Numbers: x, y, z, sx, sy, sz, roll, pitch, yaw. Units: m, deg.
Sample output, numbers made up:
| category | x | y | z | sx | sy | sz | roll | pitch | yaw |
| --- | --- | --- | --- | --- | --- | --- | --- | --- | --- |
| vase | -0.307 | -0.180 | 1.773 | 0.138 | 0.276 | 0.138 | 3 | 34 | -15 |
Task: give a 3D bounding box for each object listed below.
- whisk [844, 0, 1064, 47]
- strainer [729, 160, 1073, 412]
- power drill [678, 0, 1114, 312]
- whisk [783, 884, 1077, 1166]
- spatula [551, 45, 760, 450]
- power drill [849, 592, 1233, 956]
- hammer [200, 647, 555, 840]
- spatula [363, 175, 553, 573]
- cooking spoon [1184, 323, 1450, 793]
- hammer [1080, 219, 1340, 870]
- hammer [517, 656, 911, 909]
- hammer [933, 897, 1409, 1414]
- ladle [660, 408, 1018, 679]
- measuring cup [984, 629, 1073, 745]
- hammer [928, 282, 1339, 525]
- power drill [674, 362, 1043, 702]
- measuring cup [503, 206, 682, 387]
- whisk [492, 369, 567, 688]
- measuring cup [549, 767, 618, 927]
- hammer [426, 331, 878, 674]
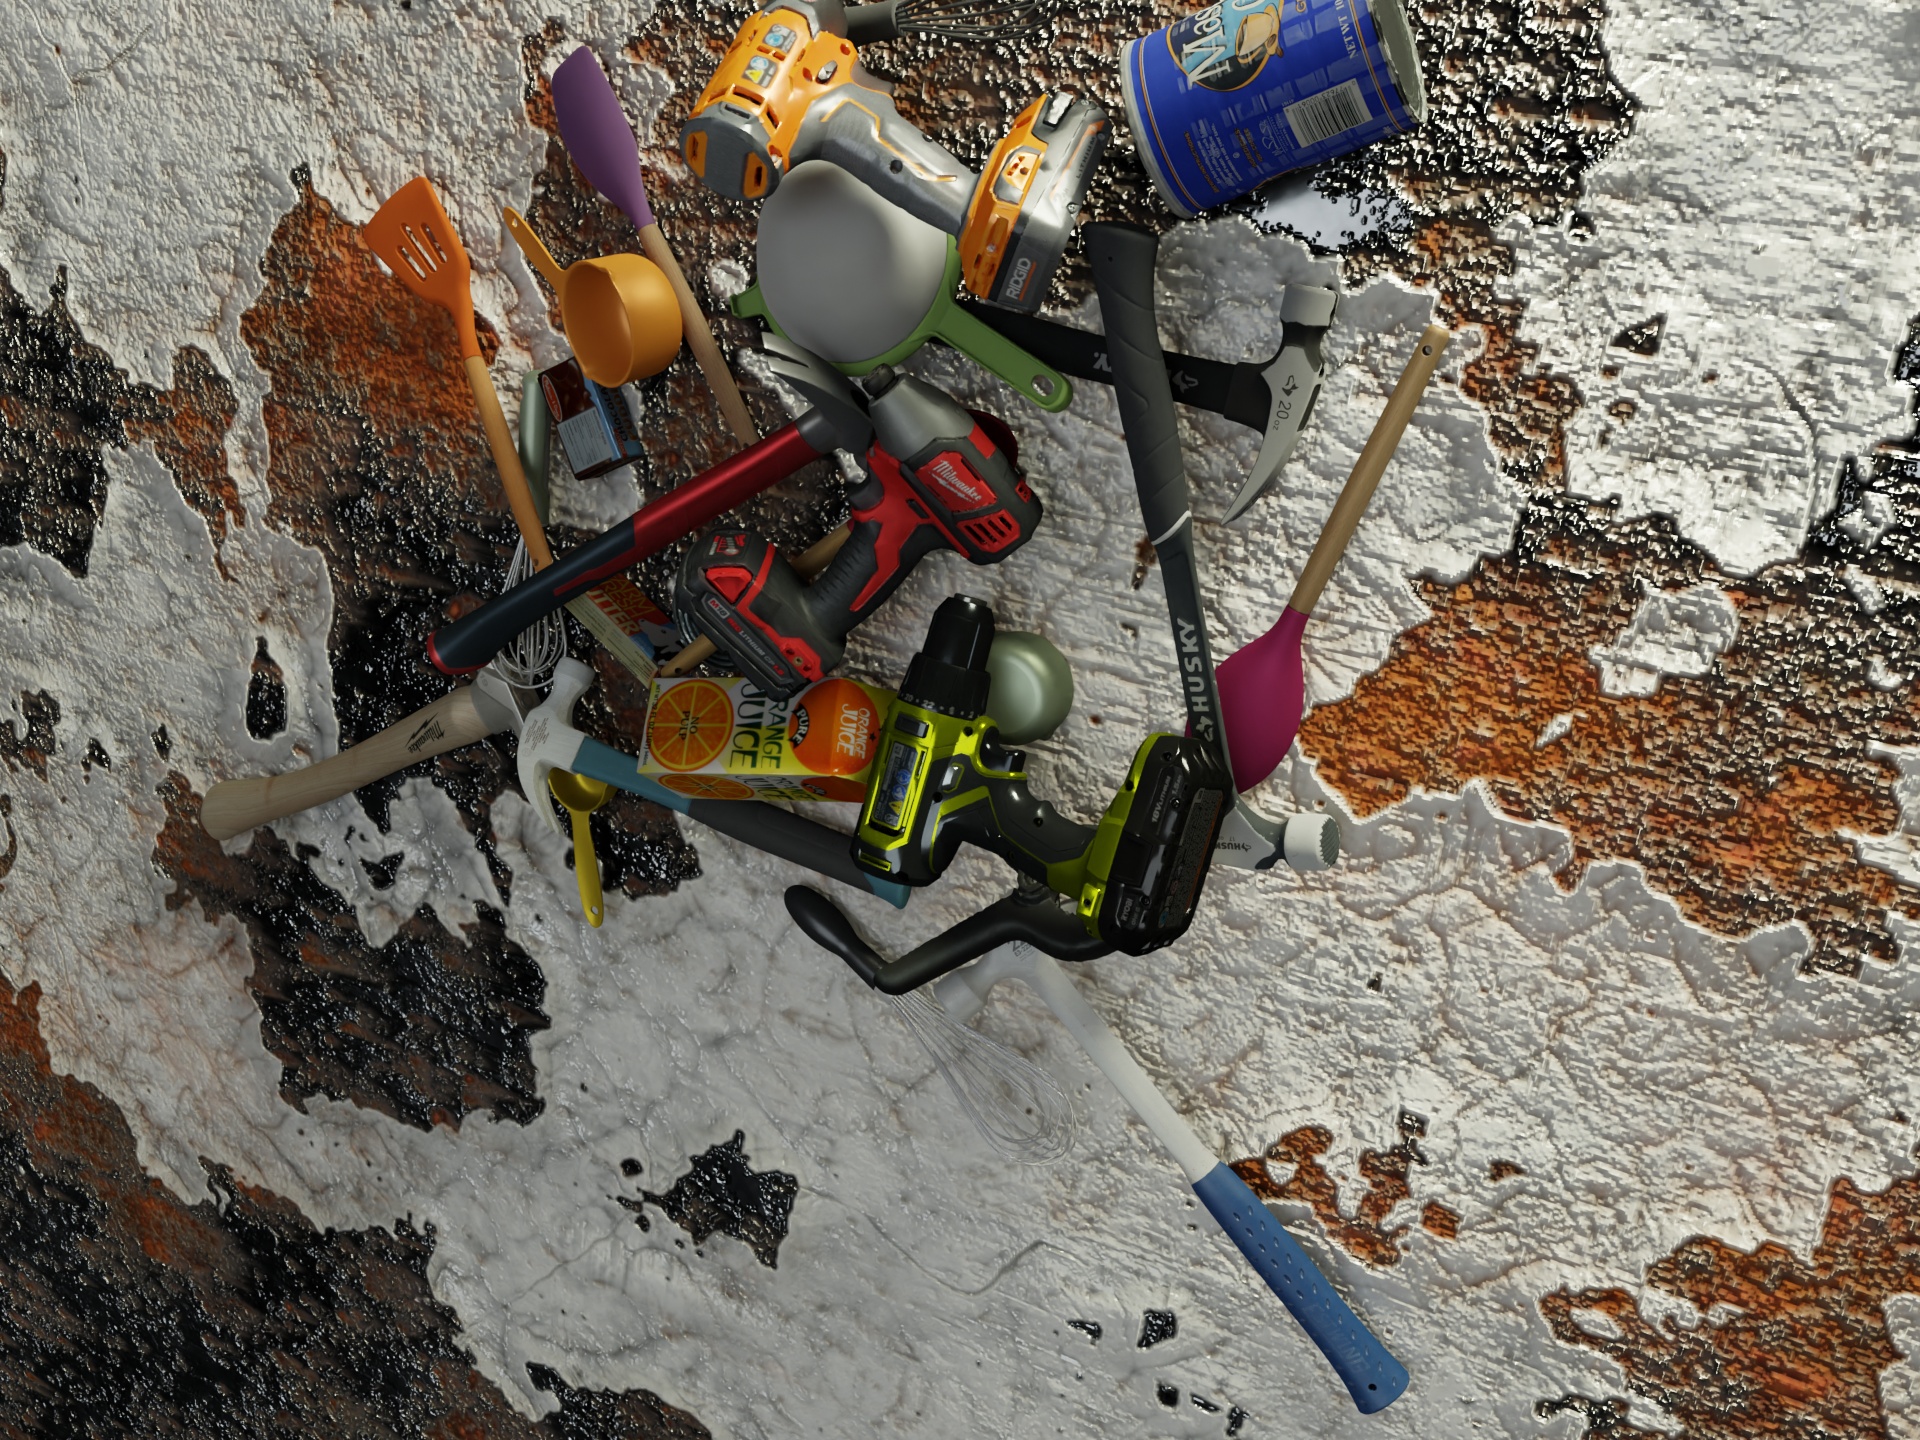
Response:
| category | x | y | z | sx | sy | sz | roll | pitch | yaw |
| --- | --- | --- | --- | --- | --- | --- | --- | --- | --- |
| whisk | -0.038 | -0.442 | 0.993 | 0.239 | 0.055 | 0.055 | 3 | 105 | 31 |
| strainer | -0.040 | -0.266 | 0.985 | 0.256 | 0.069 | 0.151 | 39 | 106 | 21 |
| power drill | -0.031 | -0.351 | 0.939 | 0.226 | 0.164 | 0.084 | 22 | 155 | -3 |
| whisk | -0.026 | 0.216 | 1.160 | 0.285 | 0.070 | 0.070 | 41 | 118 | 17 |
| spatula | -0.212 | -0.323 | 1.125 | 0.060 | 0.018 | 0.316 | -26 | 90 | 36 |
| power drill | 0.047 | 0.034 | 1.002 | 0.229 | 0.080 | 0.190 | 19 | 96 | 29 |
| hammer | -0.511 | 0.047 | 1.363 | 0.410 | 0.038 | 0.146 | -19 | 96 | 30 |
| spatula | -0.364 | -0.248 | 1.187 | 0.081 | 0.041 | 0.323 | -29 | 76 | 29 |
| cooking spoon | 0.218 | -0.091 | 0.973 | 0.069 | 0.017 | 0.318 | 30 | 116 | 16 |
| hammer | 0.128 | -0.098 | 0.971 | 0.149 | 0.036 | 0.408 | -1 | 110 | 36 |
| hammer | -0.184 | 0.062 | 1.186 | 0.331 | 0.033 | 0.128 | 20 | 78 | 15 |
| hammer | 0.163 | 0.294 | 1.078 | 0.144 | 0.035 | 0.405 | -40 | 89 | 6 |
| ladle | -0.091 | -0.114 | 1.088 | 0.315 | 0.031 | 0.069 | -34 | 122 | 21 |
| measuring cup | -0.002 | -0.003 | 1.093 | 0.167 | 0.038 | 0.083 | -24 | 92 | 27 |
| hammer | 0.060 | -0.230 | 1.005 | 0.335 | 0.035 | 0.146 | 19 | 110 | 21 |
| power drill | -0.072 | -0.122 | 1.023 | 0.219 | 0.079 | 0.143 | -34 | 114 | 20 |
| measuring cup | -0.261 | -0.313 | 1.131 | 0.174 | 0.052 | 0.095 | 50 | 140 | 20 |
| whisk | -0.328 | -0.144 | 1.220 | 0.059 | 0.058 | 0.246 | 4 | 105 | -10 |
| measuring cup | -0.294 | 0.090 | 1.272 | 0.062 | 0.029 | 0.156 | 5 | 108 | 25 |
| hammer | -0.231 | -0.132 | 1.090 | 0.386 | 0.143 | 0.038 | -26 | 61 | 22 |
